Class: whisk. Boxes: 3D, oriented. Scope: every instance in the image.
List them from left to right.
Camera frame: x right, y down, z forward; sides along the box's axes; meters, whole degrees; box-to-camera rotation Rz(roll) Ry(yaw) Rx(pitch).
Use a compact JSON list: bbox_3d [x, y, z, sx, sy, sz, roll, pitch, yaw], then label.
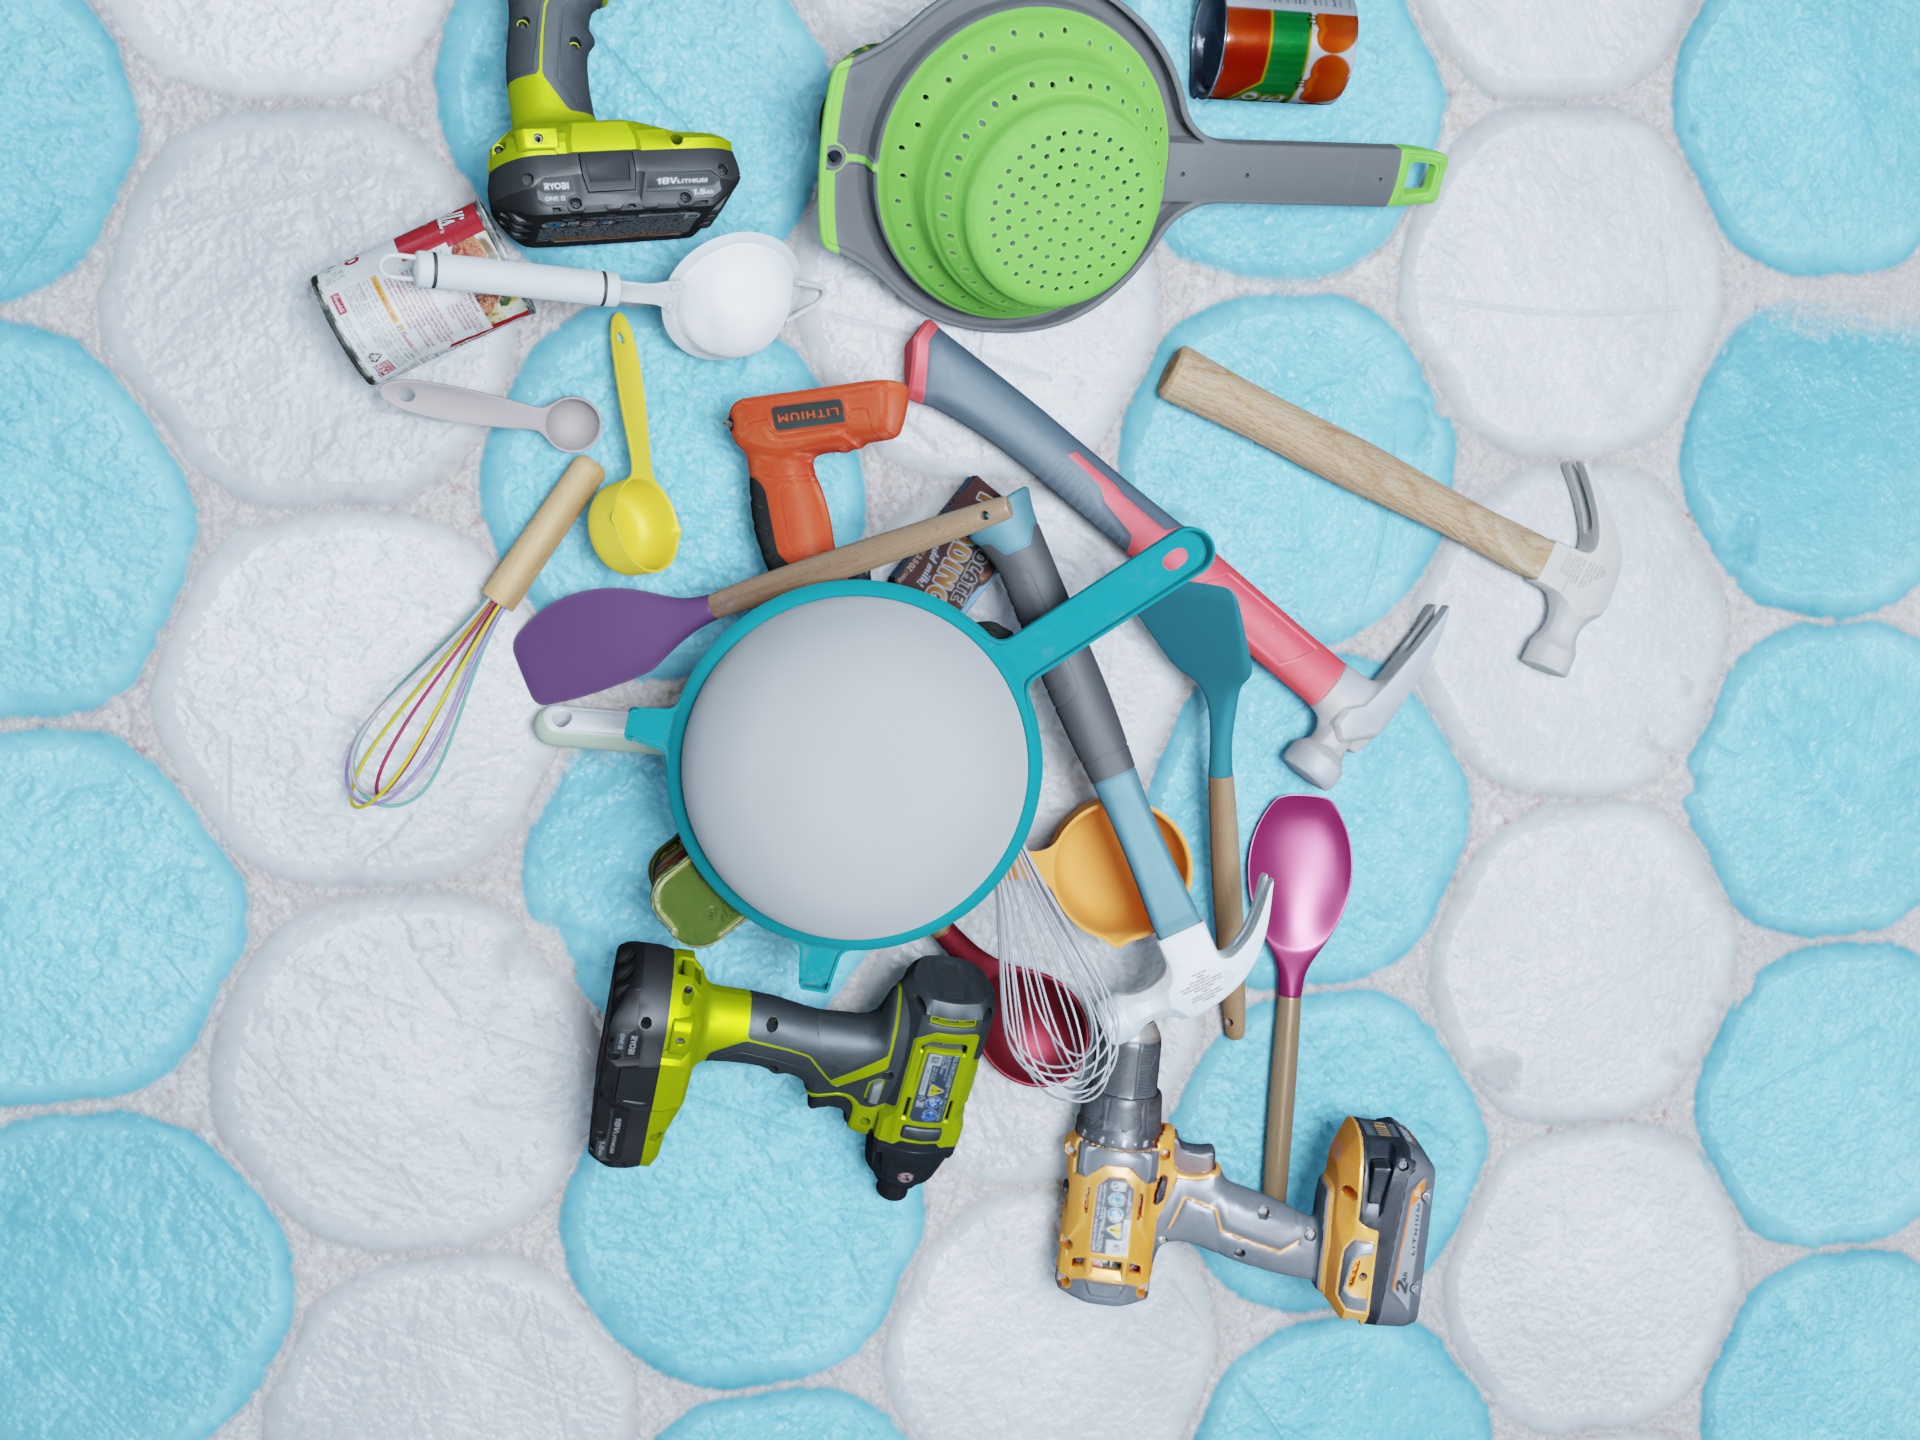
[{"bbox_3d":[-0.281,-0.050,0.928,0.051,0.047,0.245,35,86,-10],"label":"whisk"},{"bbox_3d":[-0.131,0.012,0.956,0.246,0.059,0.058,5,56,-5],"label":"whisk"},{"bbox_3d":[0.030,0.086,0.939,0.070,0.070,0.285,-14,70,-8],"label":"whisk"}]

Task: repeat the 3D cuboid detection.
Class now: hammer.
[{"bbox_3d":[0.085,0.021,0.951,0.128,0.033,0.331,-23,93,1],"label":"hammer"},{"bbox_3d":[0.129,-0.126,0.991,0.386,0.038,0.143,38,88,-11],"label":"hammer"},{"bbox_3d":[0.278,-0.153,1.016,0.331,0.031,0.130,25,92,-11],"label":"hammer"}]

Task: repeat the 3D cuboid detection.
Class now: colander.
[{"bbox_3d":[0.122,-0.304,0.909,0.397,0.095,0.204,-5,127,-17],"label":"colander"}]

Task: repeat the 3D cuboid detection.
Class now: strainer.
[{"bbox_3d":[-0.187,-0.236,0.883,0.258,0.050,0.086,-1,137,-28],"label":"strainer"},{"bbox_3d":[-0.001,-0.003,0.852,0.340,0.095,0.211,-33,99,1],"label":"strainer"}]

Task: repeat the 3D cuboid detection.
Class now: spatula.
[{"bbox_3d":[-0.119,-0.075,0.908,0.316,0.018,0.059,-16,100,16],"label":"spatula"},{"bbox_3d":[0.157,0.061,0.995,0.044,0.082,0.317,-24,114,-44],"label":"spatula"}]

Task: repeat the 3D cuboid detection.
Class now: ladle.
[{"bbox_3d":[-0.028,0.112,0.971,0.069,0.031,0.315,-42,111,-1],"label":"ladle"}]

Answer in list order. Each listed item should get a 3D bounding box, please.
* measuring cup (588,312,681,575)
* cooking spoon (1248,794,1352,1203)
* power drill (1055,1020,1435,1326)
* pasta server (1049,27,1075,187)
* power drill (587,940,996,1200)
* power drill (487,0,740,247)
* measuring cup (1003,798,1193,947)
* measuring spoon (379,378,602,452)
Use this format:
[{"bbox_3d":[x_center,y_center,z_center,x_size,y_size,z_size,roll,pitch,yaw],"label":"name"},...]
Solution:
[{"bbox_3d":[-0.199,-0.161,0.934,0.029,0.062,0.156,-11,84,28],"label":"measuring cup"},{"bbox_3d":[0.215,0.206,1.051,0.068,0.017,0.319,3,95,-1],"label":"cooking spoon"},{"bbox_3d":[0.178,0.284,1.012,0.226,0.084,0.185,6,95,4],"label":"power drill"},{"bbox_3d":[0.055,-0.477,0.948,0.060,0.040,0.316,-5,101,-9],"label":"pasta server"},{"bbox_3d":[-0.104,0.215,0.959,0.223,0.080,0.171,9,117,-13],"label":"power drill"},{"bbox_3d":[-0.193,-0.391,0.887,0.190,0.080,0.228,-10,95,-19],"label":"power drill"},{"bbox_3d":[0.056,0.088,0.998,0.173,0.052,0.095,3,93,0],"label":"measuring cup"},{"bbox_3d":[-0.269,-0.181,0.917,0.124,0.018,0.034,7,116,-22],"label":"measuring spoon"}]
